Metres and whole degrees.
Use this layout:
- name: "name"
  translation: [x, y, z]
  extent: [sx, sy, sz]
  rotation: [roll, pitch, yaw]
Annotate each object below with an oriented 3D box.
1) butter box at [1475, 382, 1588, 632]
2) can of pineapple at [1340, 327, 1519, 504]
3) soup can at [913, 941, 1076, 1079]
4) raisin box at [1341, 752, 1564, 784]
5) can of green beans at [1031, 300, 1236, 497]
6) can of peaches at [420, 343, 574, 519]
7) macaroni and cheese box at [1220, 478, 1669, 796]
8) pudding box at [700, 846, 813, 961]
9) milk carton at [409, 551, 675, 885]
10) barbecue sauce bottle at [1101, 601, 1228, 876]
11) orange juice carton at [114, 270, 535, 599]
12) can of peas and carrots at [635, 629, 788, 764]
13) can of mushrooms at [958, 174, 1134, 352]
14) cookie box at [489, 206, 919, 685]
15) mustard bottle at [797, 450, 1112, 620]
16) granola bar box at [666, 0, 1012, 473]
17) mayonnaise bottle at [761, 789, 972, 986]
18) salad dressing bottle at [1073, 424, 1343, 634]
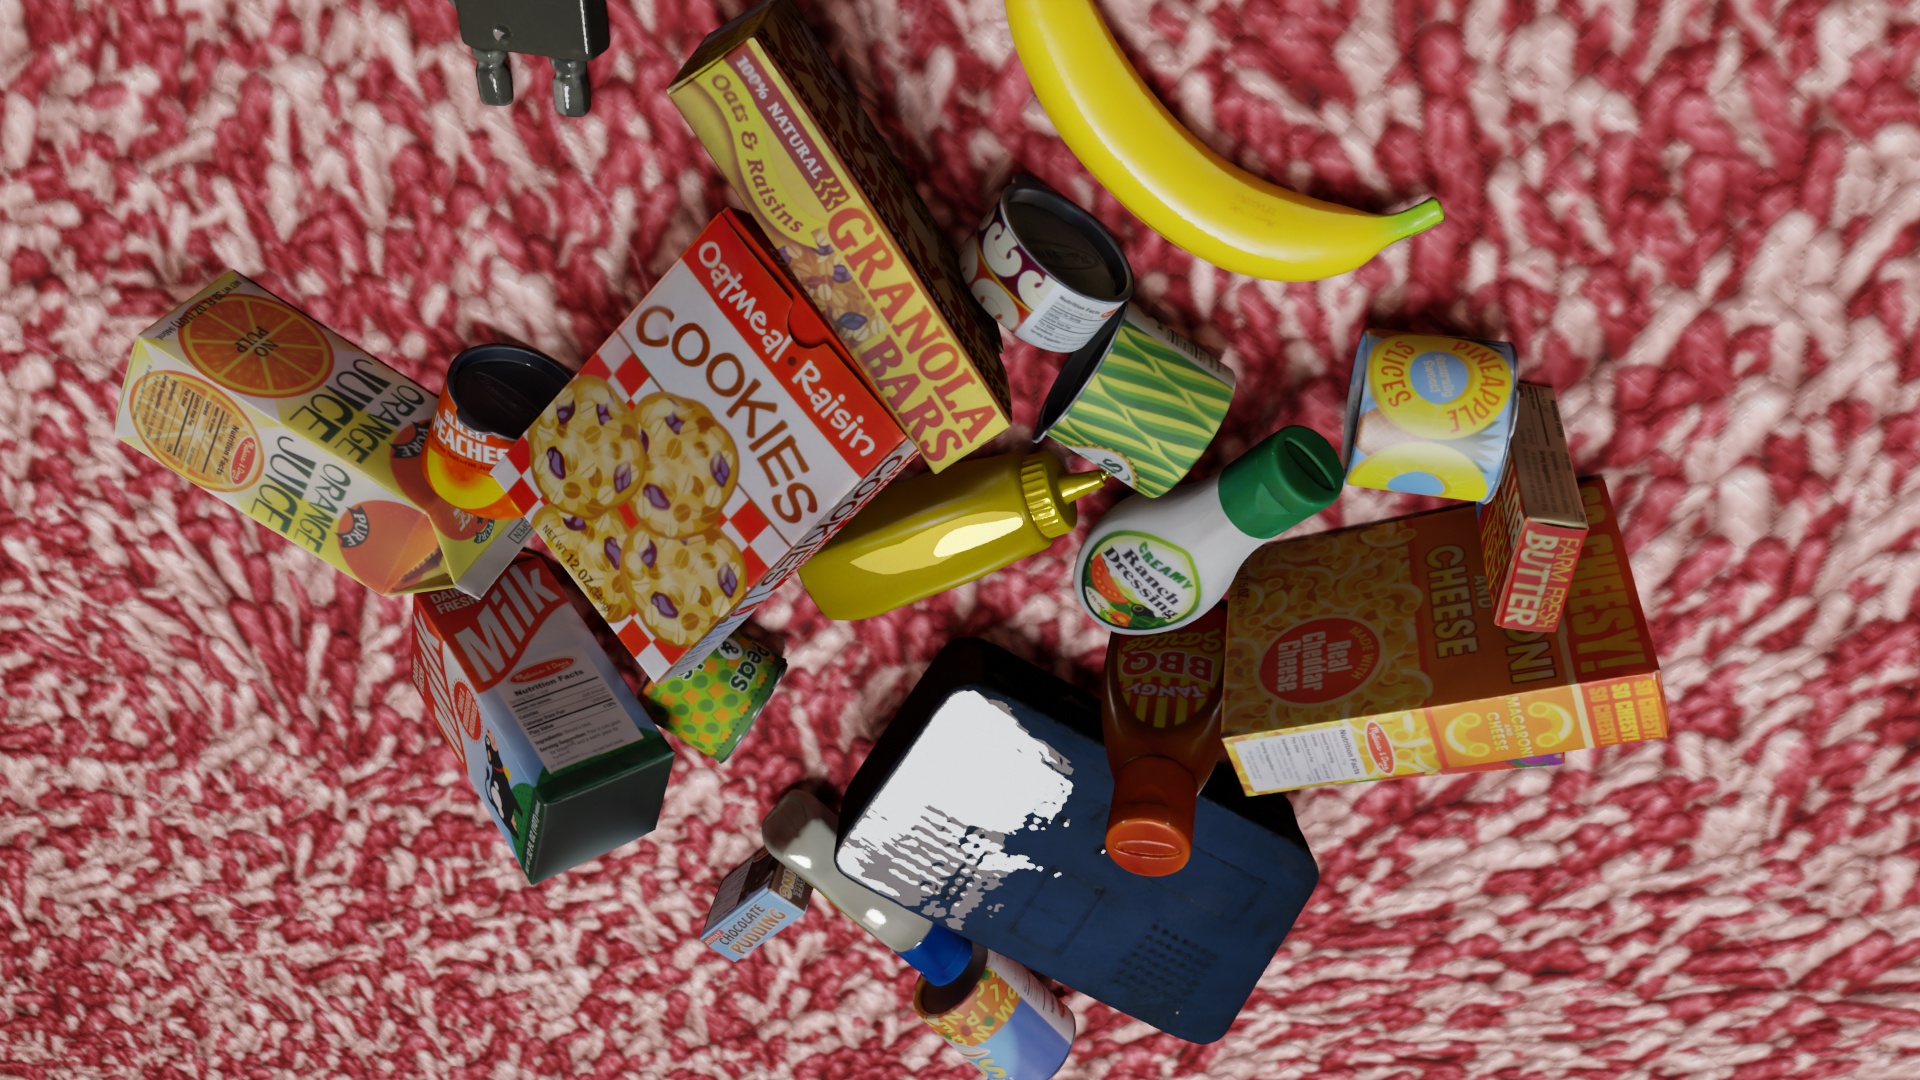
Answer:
- name: "butter box"
  translation: [0.227, -0.016, 0.559]
  extent: [0.024, 0.104, 0.052]
  rotation: [7, 128, 9]
- name: "can of pineapple"
  translation: [0.189, -0.052, 0.564]
  extent: [0.058, 0.071, 0.070]
  rotation: [8, 127, 10]
- name: "soup can"
  translation: [0.019, 0.296, 0.866]
  extent: [0.071, 0.072, 0.083]
  rotation: [-30, 113, 31]
- name: "raisin box"
  translation: [0.218, 0.072, 0.667]
  extent: [0.123, 0.040, 0.085]
  rotation: [-10, 122, 22]
- name: "can of green beans"
  translation: [0.074, -0.060, 0.590]
  extent: [0.058, 0.071, 0.071]
  rotation: [31, 127, -10]
- name: "can of peaches"
  translation: [-0.223, -0.051, 0.671]
  extent: [0.071, 0.071, 0.057]
  rotation: [30, 129, -8]
- name: "macaroni and cheese box"
  translation: [0.200, 0.041, 0.595]
  extent: [0.166, 0.124, 0.040]
  rotation: [-12, 125, 22]
- name: "pudding box"
  translation: [-0.123, 0.220, 0.859]
  extent: [0.030, 0.050, 0.083]
  rotation: [37, 126, -16]
- name: "milk carton"
  translation: [-0.234, 0.077, 0.735]
  extent: [0.191, 0.074, 0.072]
  rotation: [48, 137, 27]
- name: "barbecue sauce bottle"
  translation: [0.094, 0.086, 0.640]
  extent: [0.065, 0.149, 0.043]
  rotation: [3, 127, 13]
- name: "orange juice carton"
  translation: [-0.309, -0.042, 0.699]
  extent: [0.192, 0.072, 0.072]
  rotation: [33, 127, -10]
- name: "can of peas and carrots"
  translation: [-0.134, 0.076, 0.744]
  extent: [0.059, 0.071, 0.070]
  rotation: [33, 127, -10]
- name: "can of mushrooms"
  translation: [0.034, -0.112, 0.563]
  extent: [0.071, 0.071, 0.033]
  rotation: [34, 128, -11]
- name: "cookie box"
  translation: [-0.108, -0.038, 0.594]
  extent: [0.167, 0.040, 0.123]
  rotation: [-42, 82, 21]
- name: "mustard bottle"
  translation: [0.002, -0.008, 0.650]
  extent: [0.160, 0.065, 0.048]
  rotation: [-18, 116, 21]
- name: "granola bar box"
  translation: [-0.039, -0.123, 0.533]
  extent: [0.039, 0.125, 0.165]
  rotation: [-29, 115, 13]
- name: "mayonnaise bottle"
  translation: [-0.053, 0.210, 0.828]
  extent: [0.041, 0.065, 0.148]
  rotation: [-47, 112, -9]
- name: "salad dressing bottle"
  translation: [0.105, -0.004, 0.609]
  extent: [0.064, 0.044, 0.147]
  rotation: [46, 144, -3]
